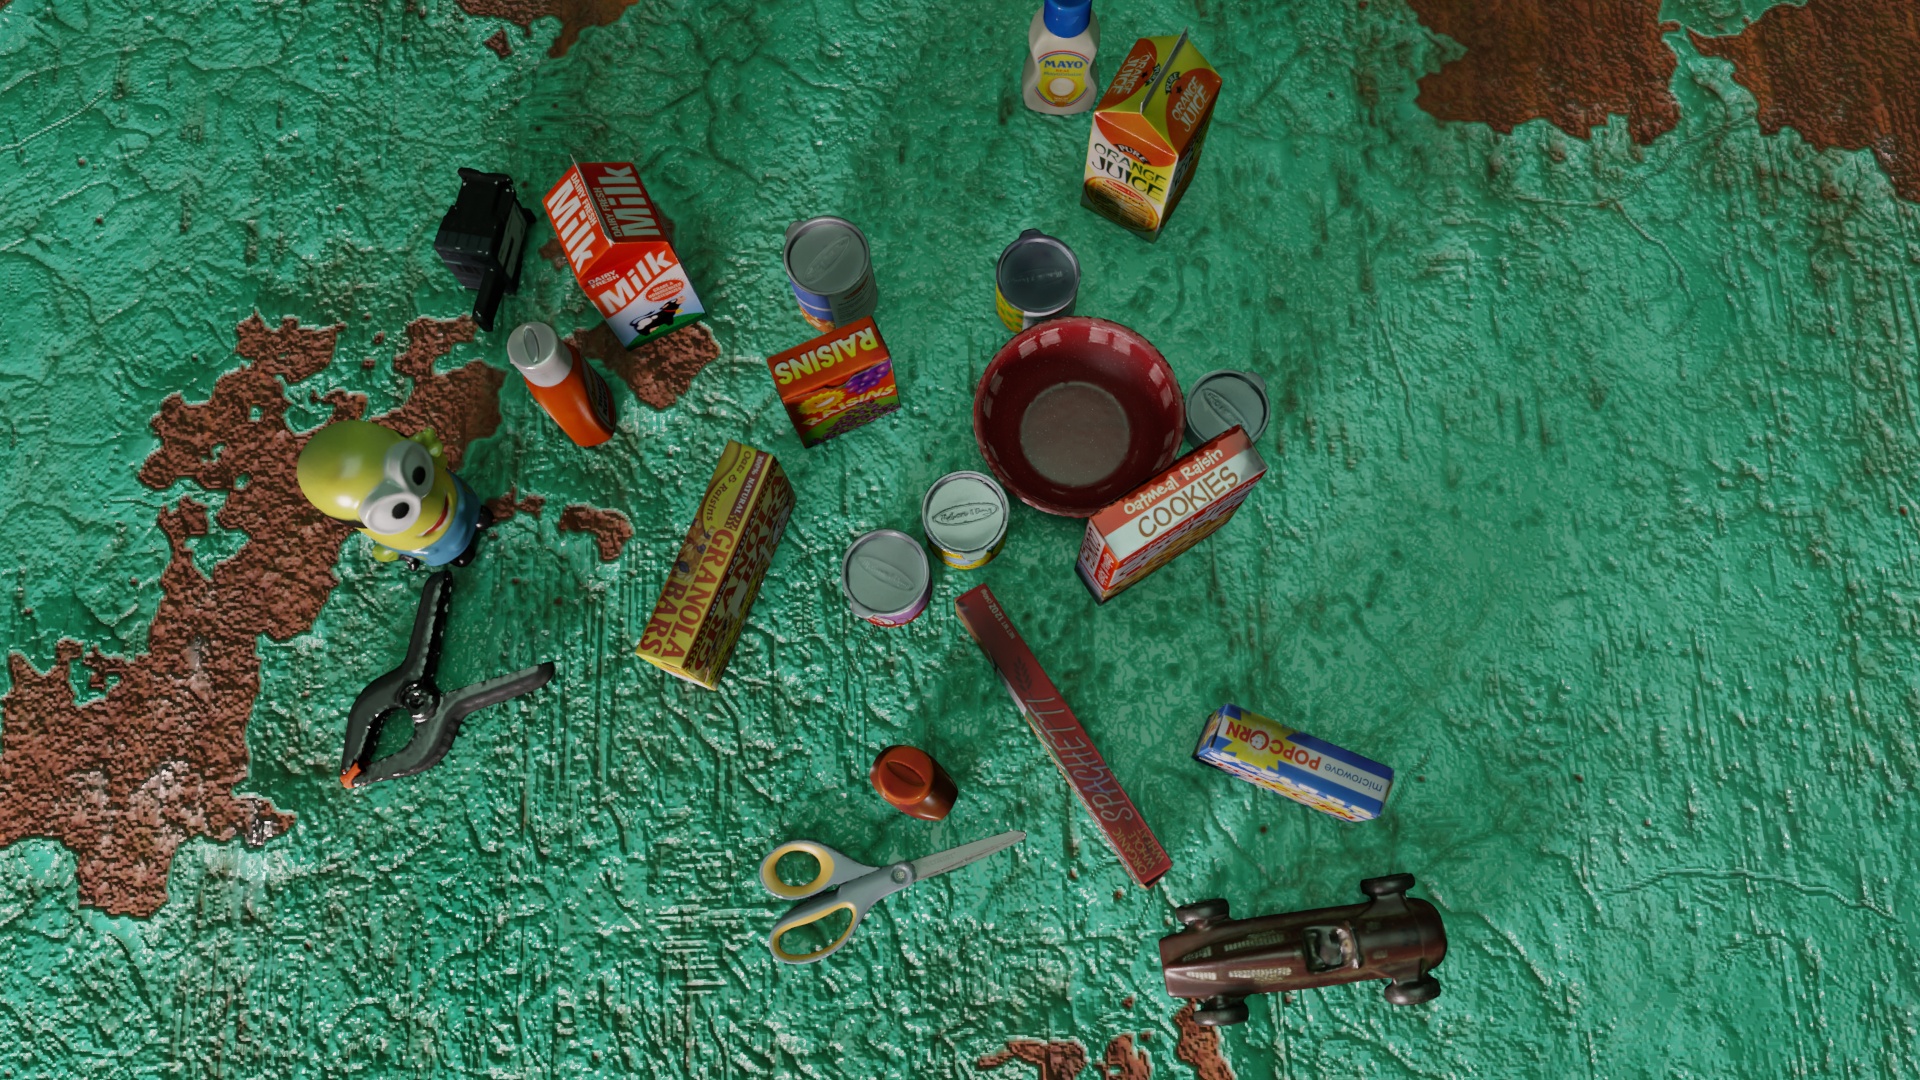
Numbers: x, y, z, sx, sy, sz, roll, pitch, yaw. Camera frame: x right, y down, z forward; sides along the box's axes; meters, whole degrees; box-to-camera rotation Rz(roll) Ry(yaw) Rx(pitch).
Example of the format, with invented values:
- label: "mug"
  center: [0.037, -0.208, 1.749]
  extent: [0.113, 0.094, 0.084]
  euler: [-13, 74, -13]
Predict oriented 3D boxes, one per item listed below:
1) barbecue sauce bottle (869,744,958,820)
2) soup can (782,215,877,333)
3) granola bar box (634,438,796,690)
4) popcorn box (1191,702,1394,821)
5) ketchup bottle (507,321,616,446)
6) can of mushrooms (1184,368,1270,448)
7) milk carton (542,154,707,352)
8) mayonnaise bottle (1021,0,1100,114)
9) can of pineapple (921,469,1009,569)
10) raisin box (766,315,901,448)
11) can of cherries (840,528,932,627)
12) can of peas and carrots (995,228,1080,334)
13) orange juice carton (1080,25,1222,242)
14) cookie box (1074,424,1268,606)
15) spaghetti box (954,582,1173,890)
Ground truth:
- label: "barbecue sauce bottle"
  center: [-0.034, 0.168, 0.971]
  extent: [0.065, 0.148, 0.044]
  euler: [30, 79, 8]
- label: "soup can"
  center: [-0.103, -0.210, 1.096]
  extent: [0.071, 0.083, 0.071]
  euler: [0, 77, 1]
- label: "granola bar box"
  center: [-0.175, 0.022, 1.021]
  extent: [0.039, 0.124, 0.166]
  euler: [20, 78, 6]
- label: "popcorn box"
  center: [0.237, 0.161, 1.000]
  extent: [0.127, 0.085, 0.038]
  euler: [22, 78, 6]
- label: "ketchup bottle"
  center: [-0.300, -0.120, 1.044]
  extent: [0.043, 0.148, 0.065]
  euler: [-16, 77, -2]
- label: "can of mushrooms"
  center: [0.209, -0.100, 1.090]
  extent: [0.071, 0.033, 0.071]
  euler: [0, 77, 1]
- label: "milk carton"
  center: [-0.254, -0.217, 1.046]
  extent: [0.073, 0.190, 0.072]
  euler: [-25, 78, -5]
- label: "mayonnaise bottle"
  center: [0.082, -0.393, 1.104]
  extent: [0.065, 0.147, 0.041]
  euler: [2, 77, 2]
- label: "can of pineapple"
  center: [0.004, -0.013, 1.060]
  extent: [0.071, 0.057, 0.071]
  euler: [0, 77, 1]
- label: "raisin box"
  center: [-0.094, -0.117, 1.053]
  extent: [0.086, 0.123, 0.040]
  euler: [-23, 78, -4]
- label: "can of cherries"
  center: [-0.057, 0.031, 1.050]
  extent: [0.071, 0.058, 0.071]
  euler: [0, 77, 1]
- label: "can of peas and carrots"
  center: [0.060, -0.203, 1.105]
  extent: [0.071, 0.058, 0.071]
  euler: [0, 77, 1]
- label: "orange juice carton"
  center: [0.144, -0.311, 1.061]
  extent: [0.073, 0.192, 0.072]
  euler: [30, 79, 7]
- label: "cookie box"
  center: [0.146, -0.015, 1.002]
  extent: [0.123, 0.167, 0.040]
  euler: [-32, 78, -6]
- label: "spaghetti box"
  center: [0.074, 0.143, 1.025]
  extent: [0.029, 0.050, 0.250]
  euler: [-33, 78, -6]
